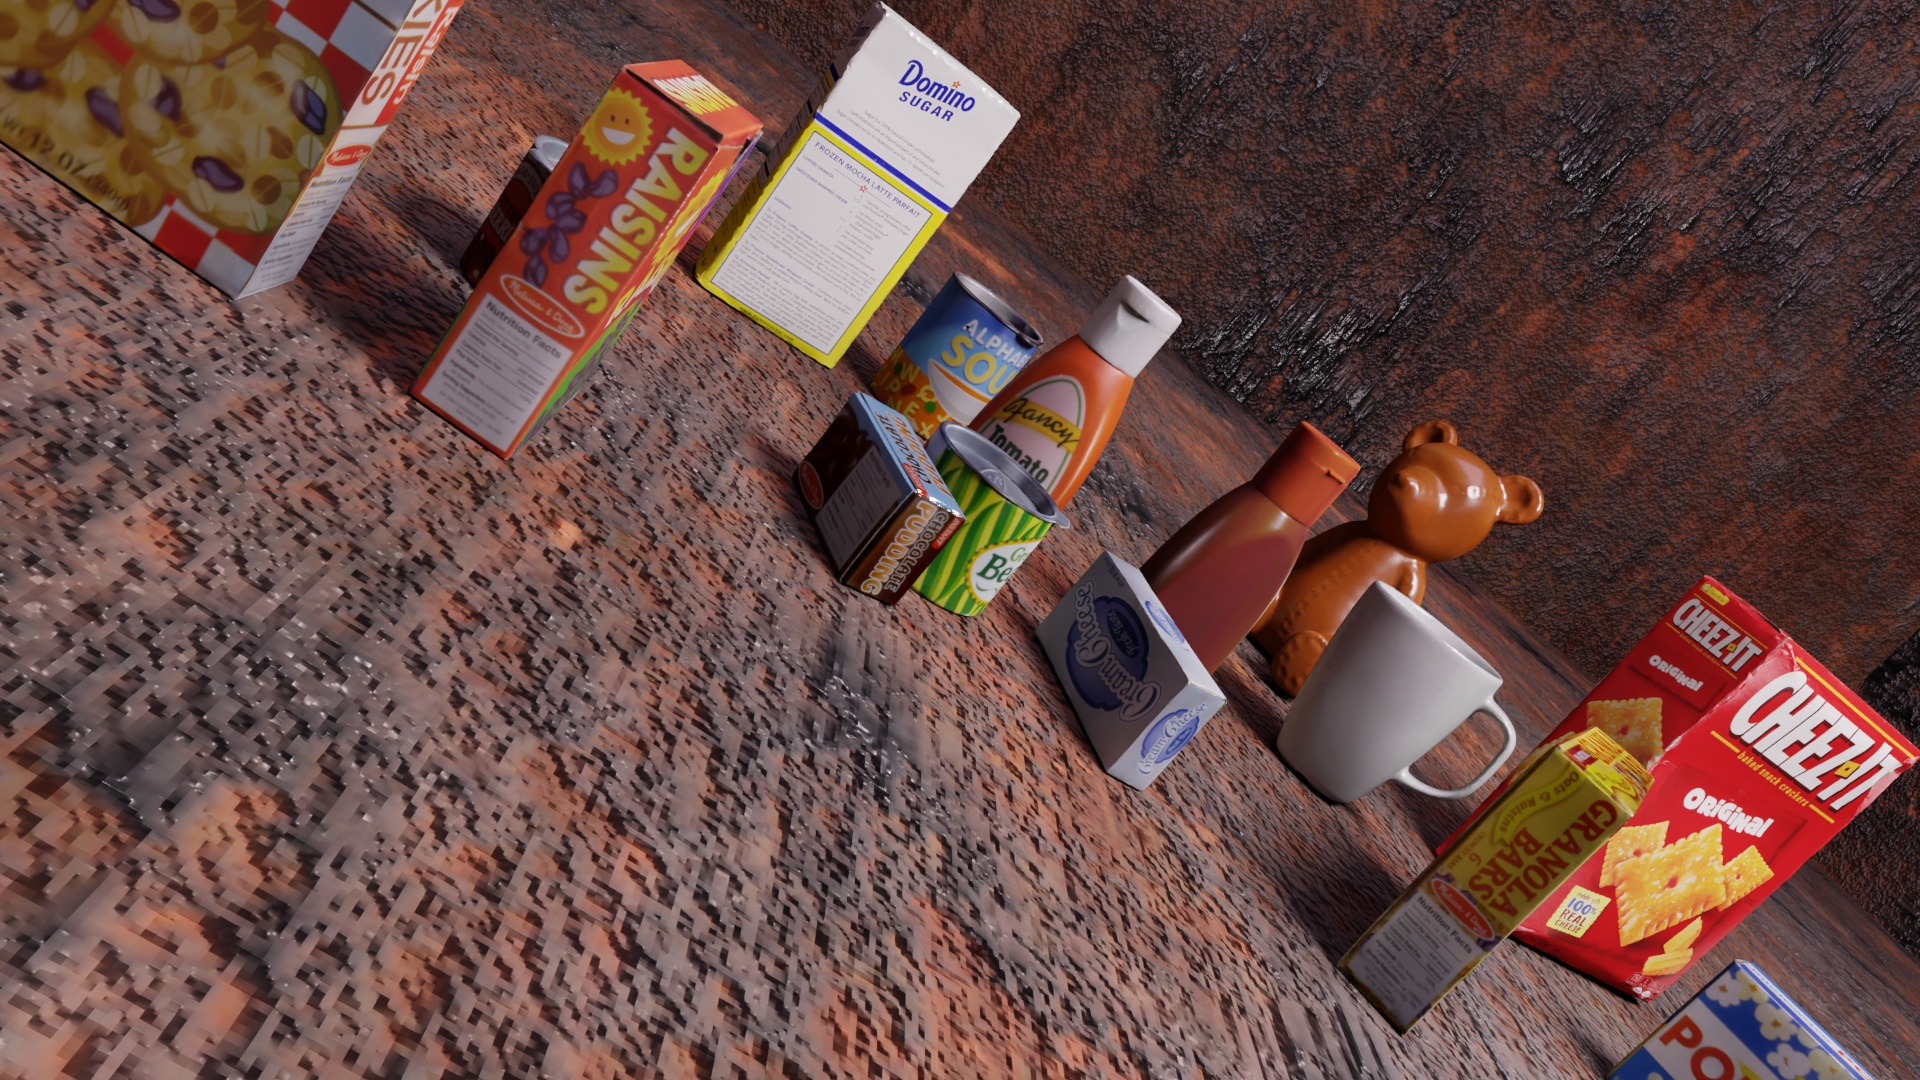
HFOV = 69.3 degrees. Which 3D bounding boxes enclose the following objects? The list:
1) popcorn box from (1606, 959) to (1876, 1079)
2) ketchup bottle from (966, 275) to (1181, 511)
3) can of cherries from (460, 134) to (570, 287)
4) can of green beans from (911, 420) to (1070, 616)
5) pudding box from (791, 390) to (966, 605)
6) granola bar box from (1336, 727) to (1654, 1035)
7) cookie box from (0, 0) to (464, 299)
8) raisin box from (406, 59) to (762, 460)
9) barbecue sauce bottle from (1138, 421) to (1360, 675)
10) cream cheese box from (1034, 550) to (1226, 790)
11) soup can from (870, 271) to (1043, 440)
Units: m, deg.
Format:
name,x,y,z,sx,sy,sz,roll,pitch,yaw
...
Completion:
name,x,y,z,sx,sy,sz,roll,pitch,yaw
popcorn box,0.371,0.265,0.622,0.038,0.085,0.127,21,24,-49
ketchup bottle,0.050,-0.064,0.700,0.065,0.148,0.043,41,15,9
can of cherries,-0.157,-0.118,0.552,0.071,0.058,0.072,36,16,-12
can of green beans,0.000,-0.009,0.603,0.071,0.057,0.071,36,16,-12
pudding box,-0.035,-0.019,0.566,0.030,0.049,0.084,28,19,-35
granola bar box,0.234,0.138,0.596,0.039,0.124,0.165,46,17,24
cookie box,-0.208,-0.173,0.388,0.123,0.167,0.040,36,15,-11
raisin box,-0.118,-0.094,0.452,0.040,0.123,0.086,36,16,-11
barbecue sauce bottle,0.132,0.010,0.678,0.065,0.148,0.044,31,17,-29
cream cheese box,0.070,0.053,0.593,0.024,0.053,0.104,30,18,-29
soup can,-0.002,-0.103,0.811,0.071,0.083,0.071,36,16,-12
